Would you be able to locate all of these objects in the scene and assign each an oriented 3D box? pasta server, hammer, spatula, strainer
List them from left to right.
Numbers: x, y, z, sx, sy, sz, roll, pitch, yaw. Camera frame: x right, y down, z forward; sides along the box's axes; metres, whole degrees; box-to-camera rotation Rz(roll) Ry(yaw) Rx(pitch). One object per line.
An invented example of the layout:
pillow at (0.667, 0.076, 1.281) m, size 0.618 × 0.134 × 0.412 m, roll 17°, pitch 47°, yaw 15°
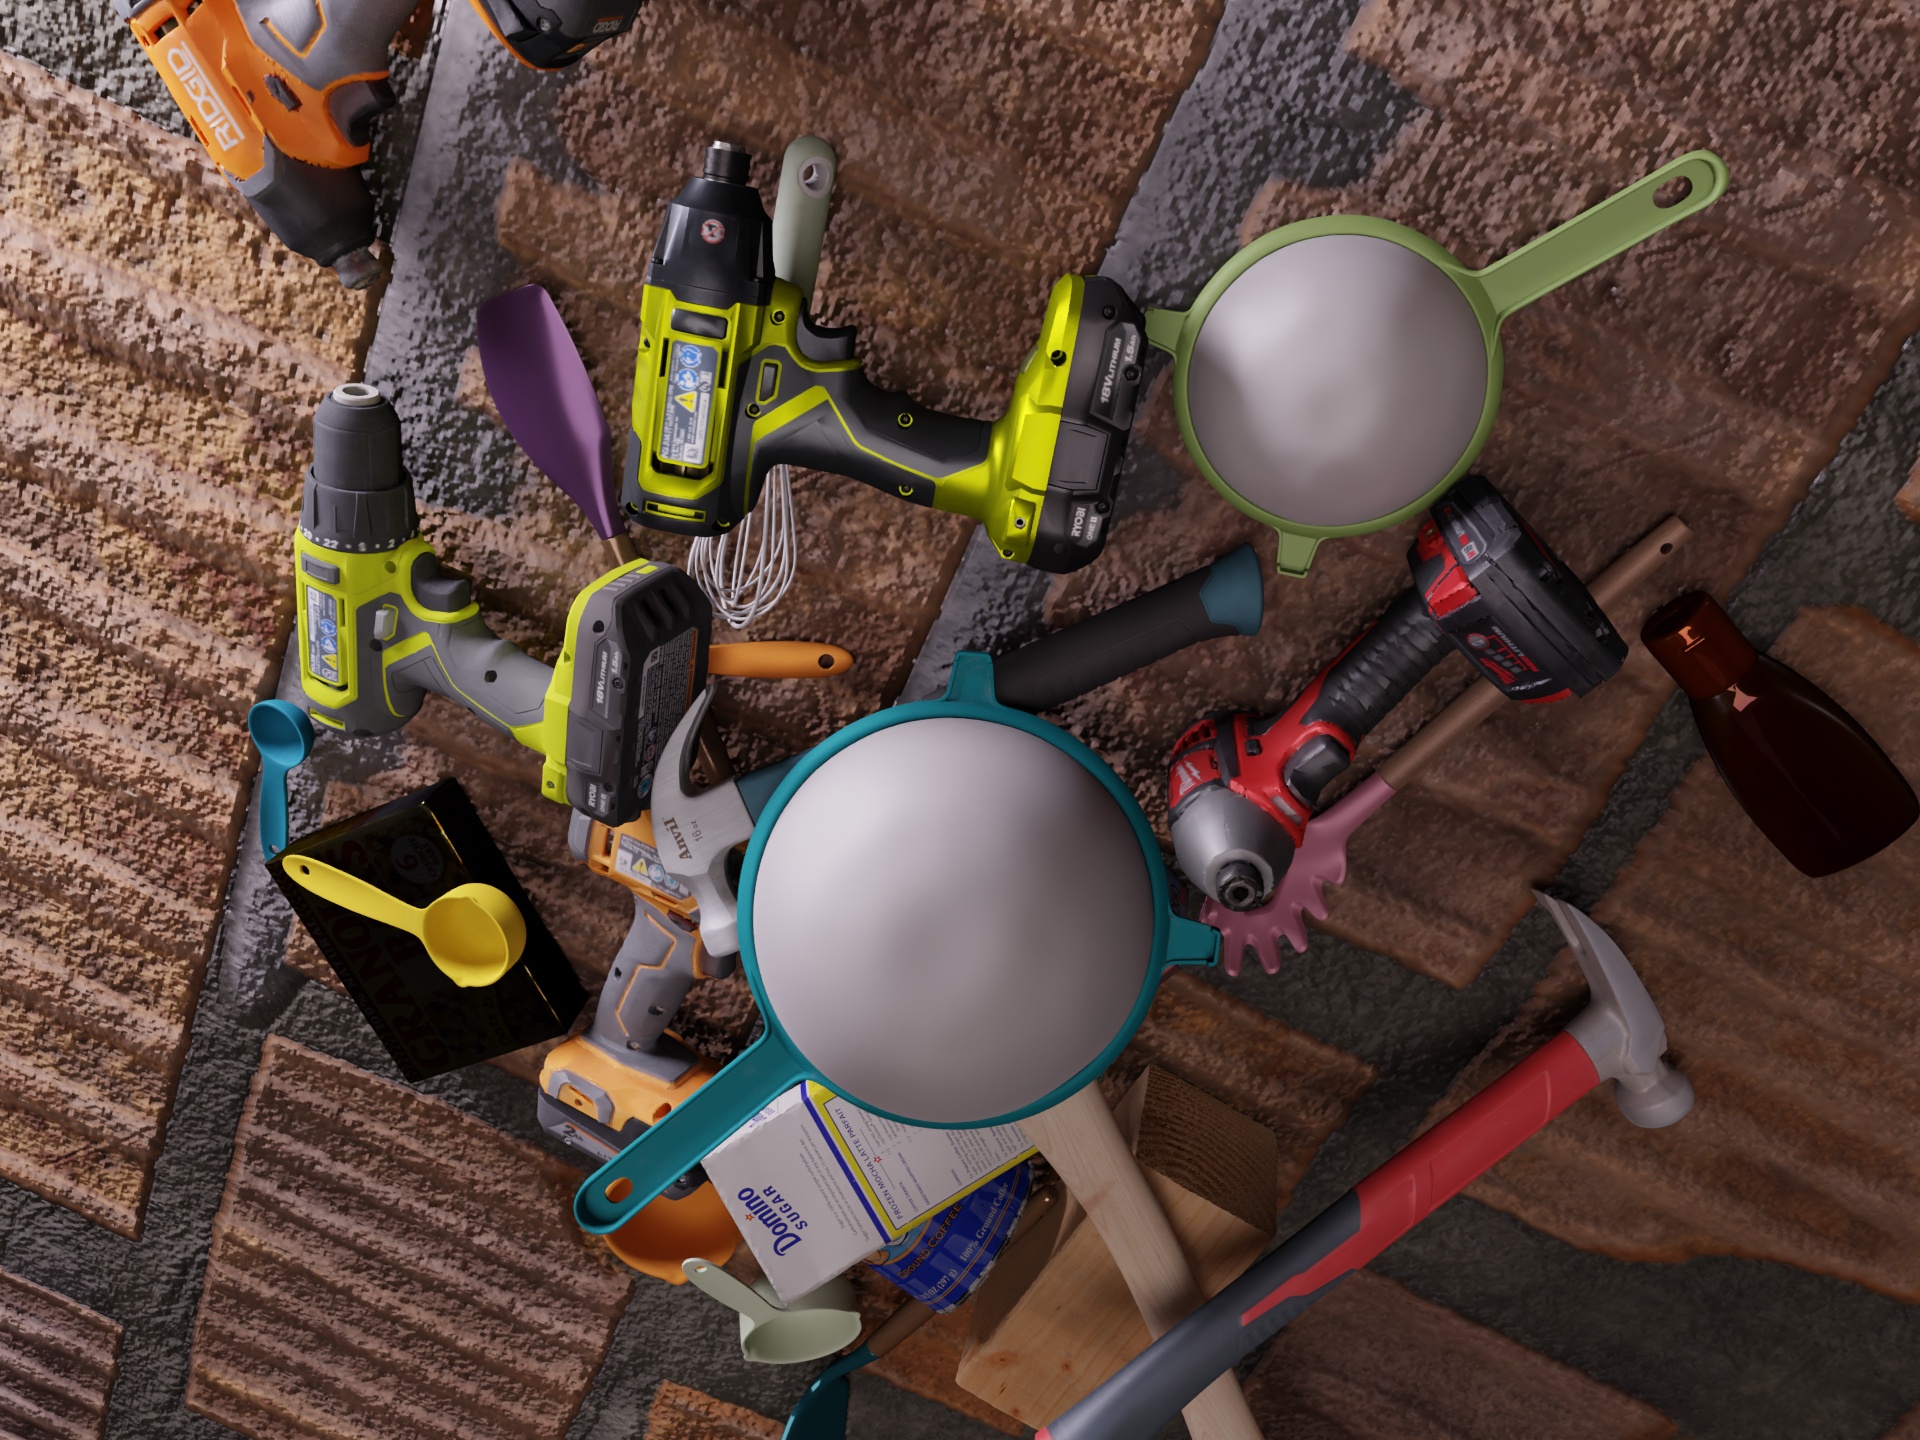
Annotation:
spatula at (-0.177, -0.075, 0.851) m, size 0.060 × 0.018 × 0.315 m, roll -14°, pitch 110°, yaw 23°
strainer at (-0.054, 0.137, 0.736) m, size 0.340 × 0.095 × 0.211 m, roll -40°, pitch 91°, yaw 2°
spatula at (-0.031, 0.388, 0.995) m, size 0.317 × 0.082 × 0.044 m, roll -50°, pitch 65°, yaw 28°
hammer at (-0.001, -0.003, 0.792) m, size 0.331 × 0.033 × 0.128 m, roll -24°, pitch 95°, yaw 4°
hammer at (0.131, 0.333, 0.857) m, size 0.146 × 0.038 × 0.410 m, roll -19°, pitch 109°, yaw 16°
hammer at (0.193, 0.247, 0.808) m, size 0.386 × 0.038 × 0.143 m, roll -35°, pitch 104°, yaw -7°
pasta server at (0.236, 0.016, 0.795) m, size 0.060 × 0.040 × 0.316 m, roll 36°, pitch 115°, yaw -19°
strainer at (0.213, -0.170, 0.699) m, size 0.256 × 0.069 × 0.151 m, roll -28°, pitch 105°, yaw 23°

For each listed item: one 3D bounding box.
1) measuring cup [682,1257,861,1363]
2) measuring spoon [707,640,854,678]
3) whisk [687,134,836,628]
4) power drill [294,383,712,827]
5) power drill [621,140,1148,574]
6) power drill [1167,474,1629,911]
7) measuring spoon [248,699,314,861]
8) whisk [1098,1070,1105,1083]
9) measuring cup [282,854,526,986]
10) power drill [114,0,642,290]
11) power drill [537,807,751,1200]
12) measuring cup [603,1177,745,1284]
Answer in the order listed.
measuring cup at (-0.123, 0.349, 0.980) m, size 0.083 × 0.038 × 0.167 m, roll -26°, pitch 134°, yaw 11°
measuring spoon at (-0.115, -0.031, 0.849) m, size 0.117 × 0.011 × 0.021 m, roll 0°, pitch 109°, yaw -1°
whisk at (-0.094, -0.161, 0.784) m, size 0.057 × 0.059 × 0.246 m, roll 1°, pitch 115°, yaw -29°
power drill at (-0.247, -0.056, 0.821) m, size 0.228 × 0.080 × 0.190 m, roll 21°, pitch 121°, yaw 16°
power drill at (-0.035, -0.158, 0.727) m, size 0.223 × 0.080 × 0.171 m, roll 10°, pitch 108°, yaw -4°
power drill at (0.186, -0.002, 0.740) m, size 0.078 × 0.143 × 0.219 m, roll 43°, pitch 113°, yaw -13°
measuring spoon at (-0.404, 0.038, 0.953) m, size 0.042 × 0.021 × 0.128 m, roll 27°, pitch 126°, yaw 11°
whisk at (-0.015, 0.141, 0.900) m, size 0.245 × 0.047 × 0.051 m, roll 39°, pitch 116°, yaw -3°
measuring cup at (-0.319, 0.104, 0.917) m, size 0.156 × 0.029 × 0.062 m, roll 20°, pitch 116°, yaw 14°
power drill at (-0.262, -0.311, 0.733) m, size 0.226 × 0.084 × 0.164 m, roll -21°, pitch 109°, yaw 24°
power drill at (-0.142, 0.154, 0.892) m, size 0.185 × 0.084 × 0.226 m, roll 22°, pitch 113°, yaw 18°
measuring cup at (-0.134, 0.297, 0.991) m, size 0.173 × 0.052 × 0.095 m, roll -1°, pitch 113°, yaw 3°
